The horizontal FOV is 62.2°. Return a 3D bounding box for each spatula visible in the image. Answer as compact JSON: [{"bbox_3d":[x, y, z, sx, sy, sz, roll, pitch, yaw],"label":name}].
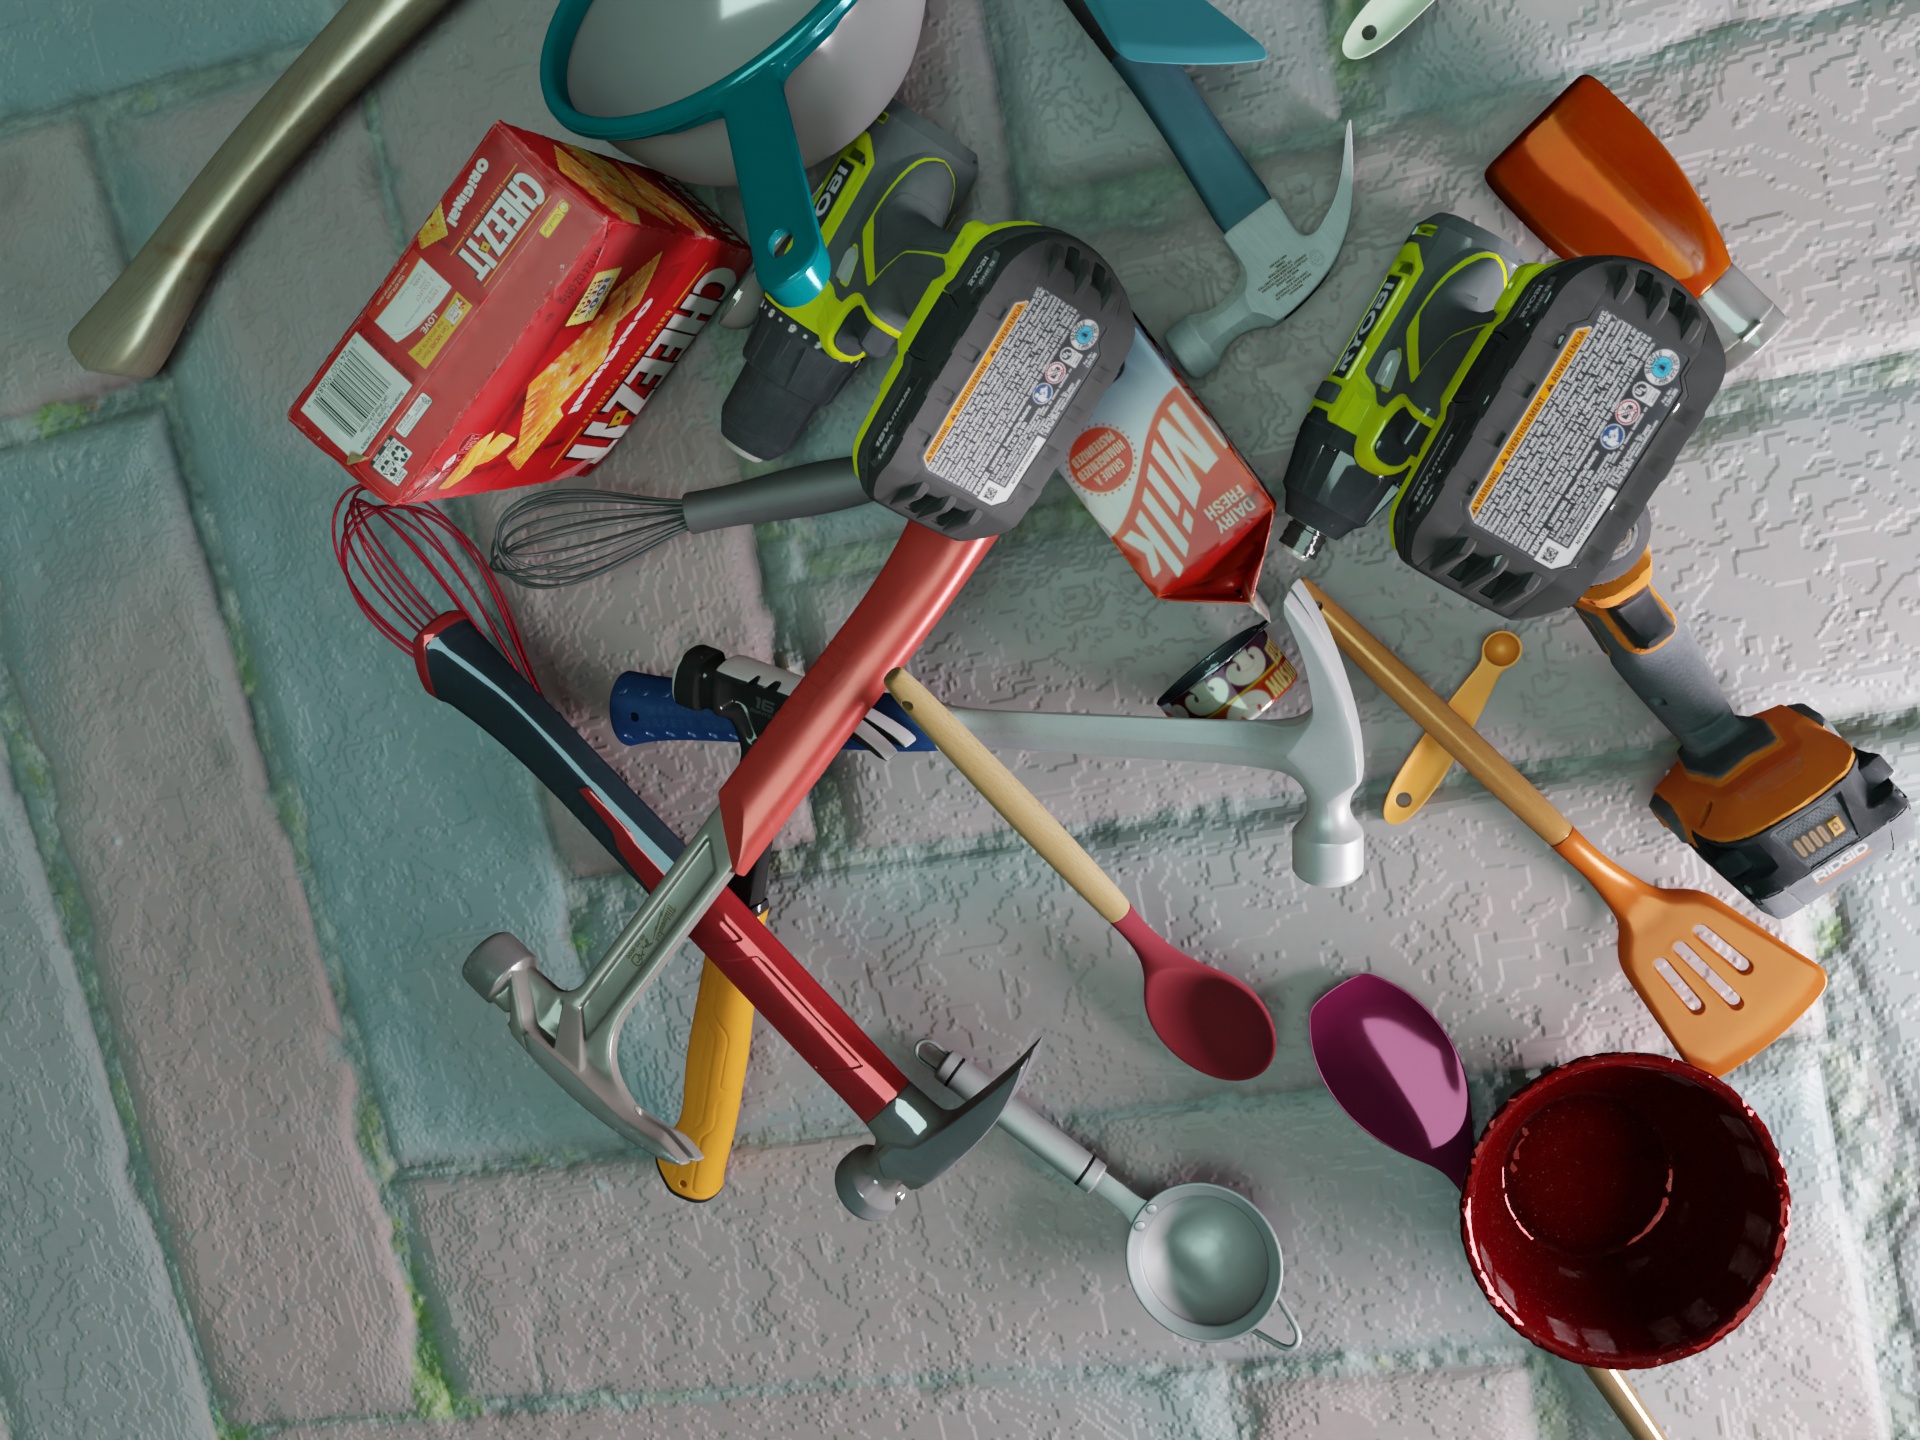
[{"bbox_3d":[0.285,0.043,0.794,0.322,0.041,0.081,43,106,-2],"label":"spatula"},{"bbox_3d":[0.055,-0.435,0.731,0.082,0.044,0.317,-13,84,-27],"label":"spatula"}]

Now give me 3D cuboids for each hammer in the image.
[{"bbox_3d":[-0.001,-0.003,0.812,0.405,0.035,0.144,3,112,23],"label":"hammer"},{"bbox_3d":[-0.360,-0.346,0.865,0.410,0.038,0.146,-40,89,16],"label":"hammer"},{"bbox_3d":[0.076,-0.340,0.776,0.128,0.033,0.331,-33,92,16],"label":"hammer"},{"bbox_3d":[-0.117,0.130,0.869,0.127,0.034,0.336,20,115,16],"label":"hammer"},{"bbox_3d":[-0.081,0.030,0.761,0.149,0.036,0.359,38,91,15],"label":"hammer"},{"bbox_3d":[-0.132,0.079,0.816,0.386,0.038,0.143,46,119,4],"label":"hammer"}]

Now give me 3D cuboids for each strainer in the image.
[{"bbox_3d":[-0.077,-0.280,0.723,0.211,0.095,0.341,-26,53,16],"label":"strainer"},{"bbox_3d":[0.080,0.255,0.883,0.258,0.050,0.087,35,99,10],"label":"strainer"}]

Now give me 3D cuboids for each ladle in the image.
[{"bbox_3d":[0.063,0.081,0.797,0.069,0.031,0.315,-22,124,35],"label":"ladle"}]

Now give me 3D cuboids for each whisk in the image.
[{"bbox_3d":[-0.144,-0.112,0.861,0.239,0.055,0.055,-10,98,8],"label":"whisk"},{"bbox_3d":[-0.247,-0.013,0.895,0.073,0.073,0.295,-37,97,16],"label":"whisk"}]

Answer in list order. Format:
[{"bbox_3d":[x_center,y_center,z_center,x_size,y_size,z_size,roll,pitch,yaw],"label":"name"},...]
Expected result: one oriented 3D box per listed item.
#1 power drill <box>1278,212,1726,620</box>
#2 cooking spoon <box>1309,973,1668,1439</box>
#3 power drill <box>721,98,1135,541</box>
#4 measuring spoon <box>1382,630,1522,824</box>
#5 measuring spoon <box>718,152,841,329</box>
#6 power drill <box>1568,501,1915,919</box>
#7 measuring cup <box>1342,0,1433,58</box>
[{"bbox_3d":[0.213,-0.129,0.689,0.080,0.223,0.171,26,104,-12],"label":"power drill"},{"bbox_3d":[0.291,0.272,0.852,0.069,0.017,0.319,-35,92,6],"label":"cooking spoon"},{"bbox_3d":[-0.032,-0.178,0.750,0.080,0.229,0.190,22,108,-36],"label":"power drill"},{"bbox_3d":[0.251,0.004,0.817,0.021,0.011,0.117,28,108,1],"label":"measuring spoon"},{"bbox_3d":[-0.084,-0.253,0.831,0.018,0.034,0.124,35,102,-20],"label":"measuring spoon"},{"bbox_3d":[0.321,-0.026,0.717,0.084,0.164,0.226,-38,93,13],"label":"power drill"},{"bbox_3d":[0.244,-0.368,0.735,0.167,0.038,0.083,-41,90,18],"label":"measuring cup"}]
